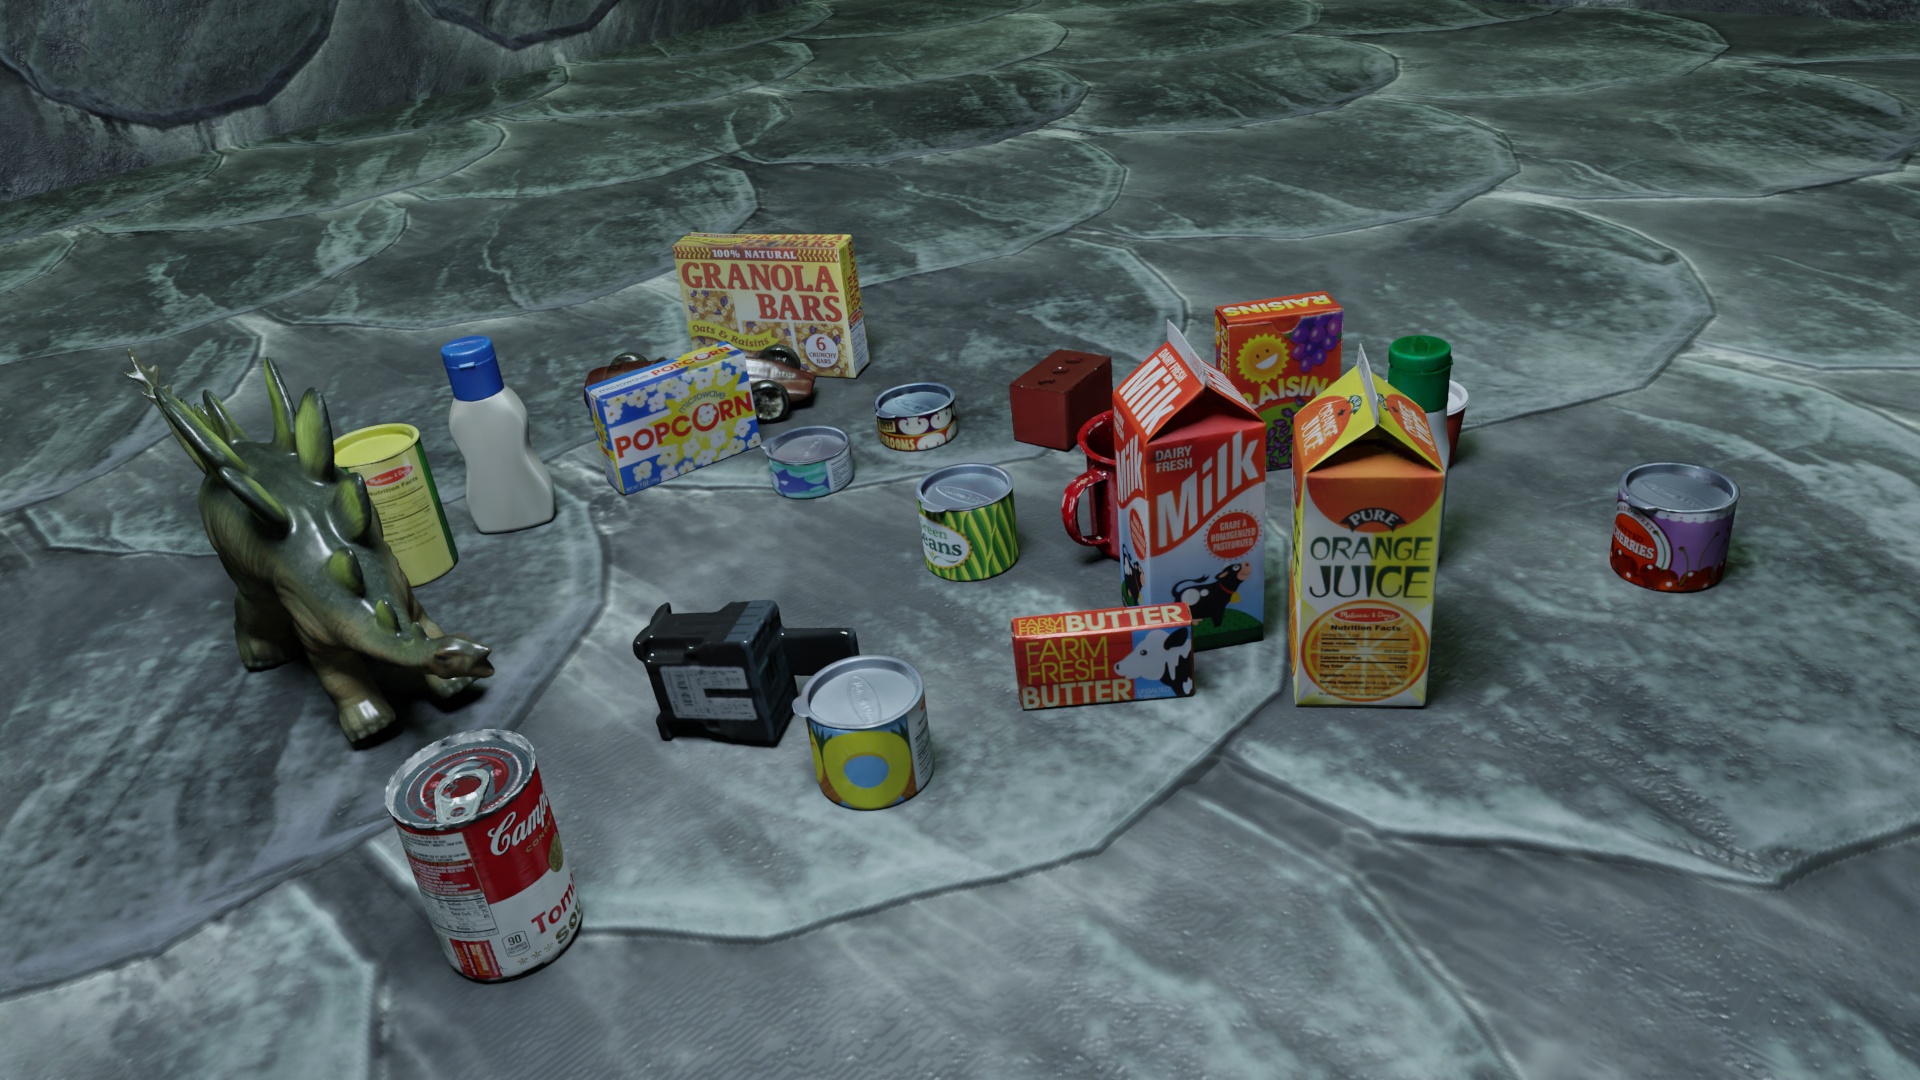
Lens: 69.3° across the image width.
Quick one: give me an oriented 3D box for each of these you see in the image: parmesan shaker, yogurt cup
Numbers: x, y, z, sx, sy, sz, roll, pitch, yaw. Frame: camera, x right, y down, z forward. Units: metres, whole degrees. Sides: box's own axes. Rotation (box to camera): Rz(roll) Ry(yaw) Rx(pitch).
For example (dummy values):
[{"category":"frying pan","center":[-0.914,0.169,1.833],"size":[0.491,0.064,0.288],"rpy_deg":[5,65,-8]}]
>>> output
[{"category":"parmesan shaker","center":[-0.412,-0.023,1.001],"size":[0.071,0.102,0.071],"rpy_deg":[-5,30,3]},{"category":"yogurt cup","center":[0.332,-0.083,1.011],"size":[0.072,0.053,0.073],"rpy_deg":[-5,30,3]}]

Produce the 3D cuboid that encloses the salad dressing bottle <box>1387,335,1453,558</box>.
[{"category":"salad dressing bottle","center":[0.287,-0.056,0.879],"size":[0.044,0.147,0.064],"rpy_deg":[1,31,14]}]

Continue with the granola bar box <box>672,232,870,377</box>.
[{"category":"granola bar box","center":[-0.171,-0.215,1.265],"size":[0.165,0.123,0.039],"rpy_deg":[5,32,19]}]

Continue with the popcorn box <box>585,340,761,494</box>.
[{"category":"popcorn box","center":[-0.229,-0.099,1.115],"size":[0.127,0.084,0.038],"rpy_deg":[-24,34,-28]}]

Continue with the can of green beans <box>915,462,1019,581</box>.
[{"category":"can of green beans","center":[0.005,-0.013,0.948],"size":[0.071,0.057,0.071],"rpy_deg":[-5,30,3]}]

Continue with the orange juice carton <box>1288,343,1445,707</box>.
[{"category":"orange juice carton","center":[0.219,-0.006,0.761],"size":[0.073,0.191,0.072],"rpy_deg":[-1,30,10]}]

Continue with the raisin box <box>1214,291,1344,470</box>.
[{"category":"raisin box","center":[0.231,-0.114,1.014],"size":[0.086,0.122,0.040],"rpy_deg":[-8,30,-2]}]

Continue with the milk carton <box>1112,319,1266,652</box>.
[{"category":"milk carton","center":[0.135,-0.031,0.822],"size":[0.073,0.189,0.072],"rpy_deg":[-10,30,-6]}]

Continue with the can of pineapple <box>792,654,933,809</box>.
[{"category":"can of pineapple","center":[-0.052,0.104,0.757],"size":[0.071,0.057,0.071],"rpy_deg":[-5,30,3]}]

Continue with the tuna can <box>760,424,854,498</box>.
[{"category":"tuna can","center":[-0.119,-0.061,1.081],"size":[0.071,0.032,0.071],"rpy_deg":[-5,30,3]}]

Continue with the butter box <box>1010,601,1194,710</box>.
[{"category":"butter box","center":[0.082,0.067,0.801],"size":[0.103,0.053,0.024],"rpy_deg":[-5,30,2]}]

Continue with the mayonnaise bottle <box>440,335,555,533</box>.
[{"category":"mayonnaise bottle","center":[-0.350,-0.079,1.040],"size":[0.065,0.147,0.041],"rpy_deg":[-11,30,-8]}]

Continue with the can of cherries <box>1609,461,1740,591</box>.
[{"category":"can of cherries","center":[0.437,-0.008,0.858],"size":[0.071,0.058,0.072],"rpy_deg":[-5,30,3]}]

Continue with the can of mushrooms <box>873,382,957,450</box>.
[{"category":"can of mushrooms","center":[-0.038,-0.101,1.132],"size":[0.071,0.033,0.071],"rpy_deg":[-5,30,3]}]
